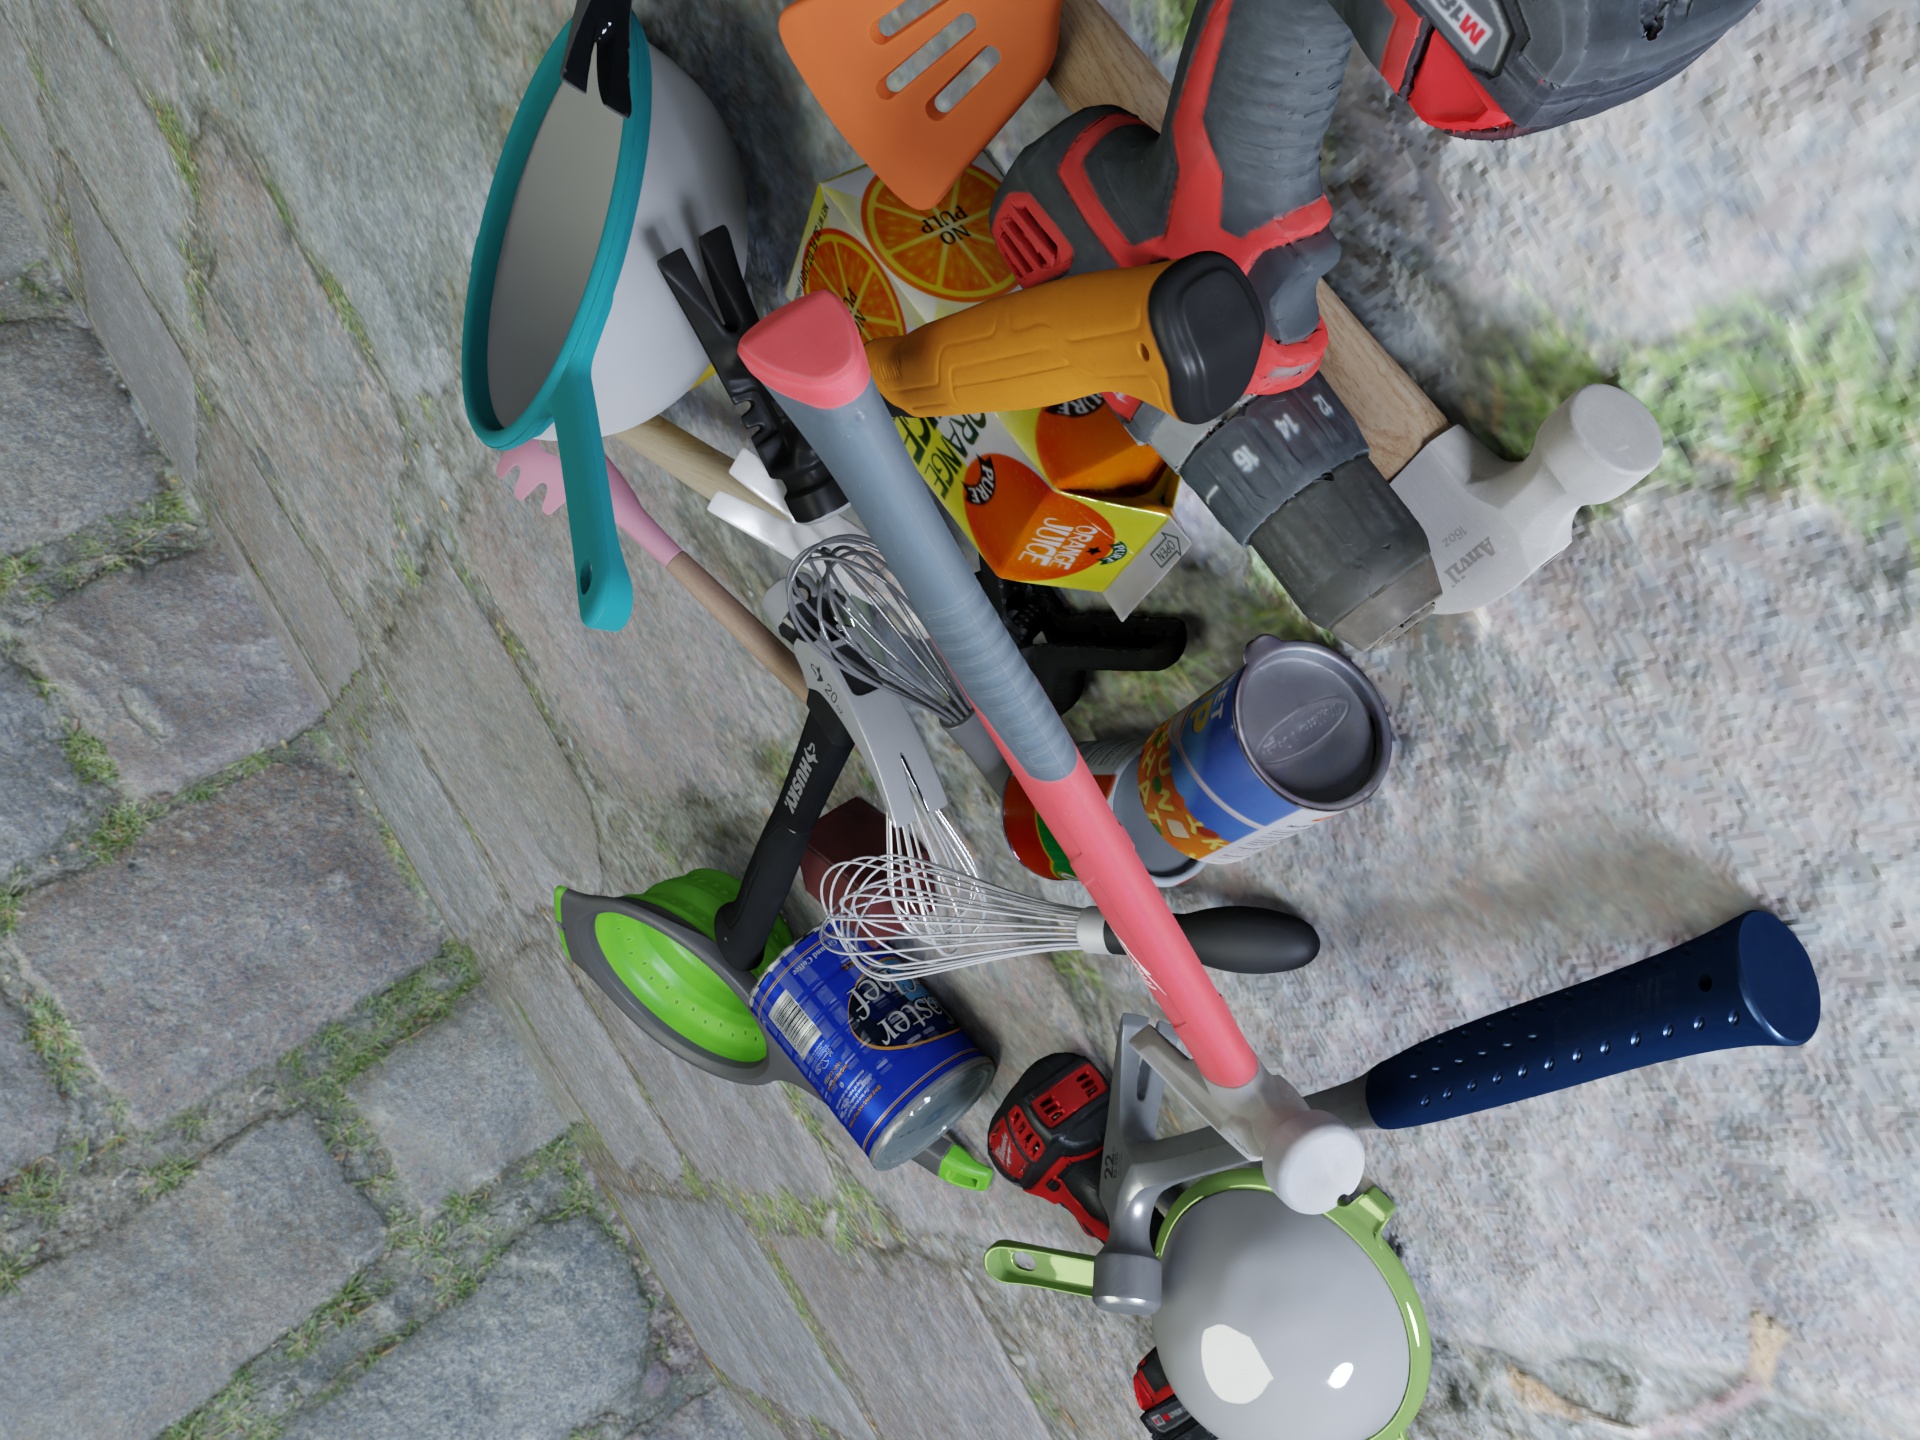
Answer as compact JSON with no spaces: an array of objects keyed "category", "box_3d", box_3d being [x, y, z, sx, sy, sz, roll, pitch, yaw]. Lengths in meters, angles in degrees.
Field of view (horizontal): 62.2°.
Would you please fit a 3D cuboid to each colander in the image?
[{"category":"colander","box_3d":[-0.129,0.222,1.226,0.397,0.094,0.204,29,144,15]}]

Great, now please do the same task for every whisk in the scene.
[{"category":"whisk","box_3d":[-0.036,0.026,0.908,0.058,0.059,0.246,-9,110,22]},{"category":"whisk","box_3d":[0.041,0.099,0.773,0.285,0.070,0.070,-2,117,37]},{"category":"whisk","box_3d":[-0.001,-0.001,0.743,0.055,0.055,0.238,19,157,51]}]

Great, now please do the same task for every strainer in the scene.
[{"category":"strainer","box_3d":[0.105,0.305,0.810,0.256,0.069,0.151,-3,98,37]},{"category":"strainer","box_3d":[-0.146,-0.171,0.729,0.211,0.095,0.341,-47,46,39]}]

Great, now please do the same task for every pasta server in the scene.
[{"category":"pasta server","box_3d":[-0.153,-0.074,0.952,0.316,0.060,0.040,44,143,2]}]

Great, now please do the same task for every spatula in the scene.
[{"category":"spatula","box_3d":[0.065,-0.239,0.434,0.081,0.041,0.322,50,147,-20]}]

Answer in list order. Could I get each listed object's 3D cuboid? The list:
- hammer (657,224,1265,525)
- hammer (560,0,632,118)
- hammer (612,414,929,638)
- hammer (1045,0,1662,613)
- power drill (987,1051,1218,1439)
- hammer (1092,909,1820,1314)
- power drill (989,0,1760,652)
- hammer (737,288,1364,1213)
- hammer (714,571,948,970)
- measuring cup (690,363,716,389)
[{"category":"hammer","box_3d":[-0.015,-0.126,0.538,0.337,0.034,0.127,15,136,62]},{"category":"hammer","box_3d":[-0.014,-0.297,0.495,0.409,0.036,0.149,8,81,50]},{"category":"hammer","box_3d":[-0.167,-0.156,0.882,0.146,0.038,0.411,29,-176,-44]},{"category":"hammer","box_3d":[0.079,-0.173,0.528,0.331,0.031,0.130,54,152,11]},{"category":"power drill","box_3d":[0.096,0.309,0.938,0.220,0.078,0.143,52,152,18]},{"category":"hammer","box_3d":[0.166,0.151,0.655,0.405,0.035,0.144,137,144,-55]},{"category":"power drill","box_3d":[0.102,-0.131,0.419,0.188,0.080,0.226,55,154,9]},{"category":"hammer","box_3d":[0.030,0.018,0.594,0.386,0.038,0.143,58,170,-24]},{"category":"hammer","box_3d":[-0.099,0.068,0.951,0.146,0.035,0.334,54,146,20]},{"category":"measuring cup","box_3d":[-0.165,-0.200,0.895,0.029,0.062,0.157,57,165,-18]}]
